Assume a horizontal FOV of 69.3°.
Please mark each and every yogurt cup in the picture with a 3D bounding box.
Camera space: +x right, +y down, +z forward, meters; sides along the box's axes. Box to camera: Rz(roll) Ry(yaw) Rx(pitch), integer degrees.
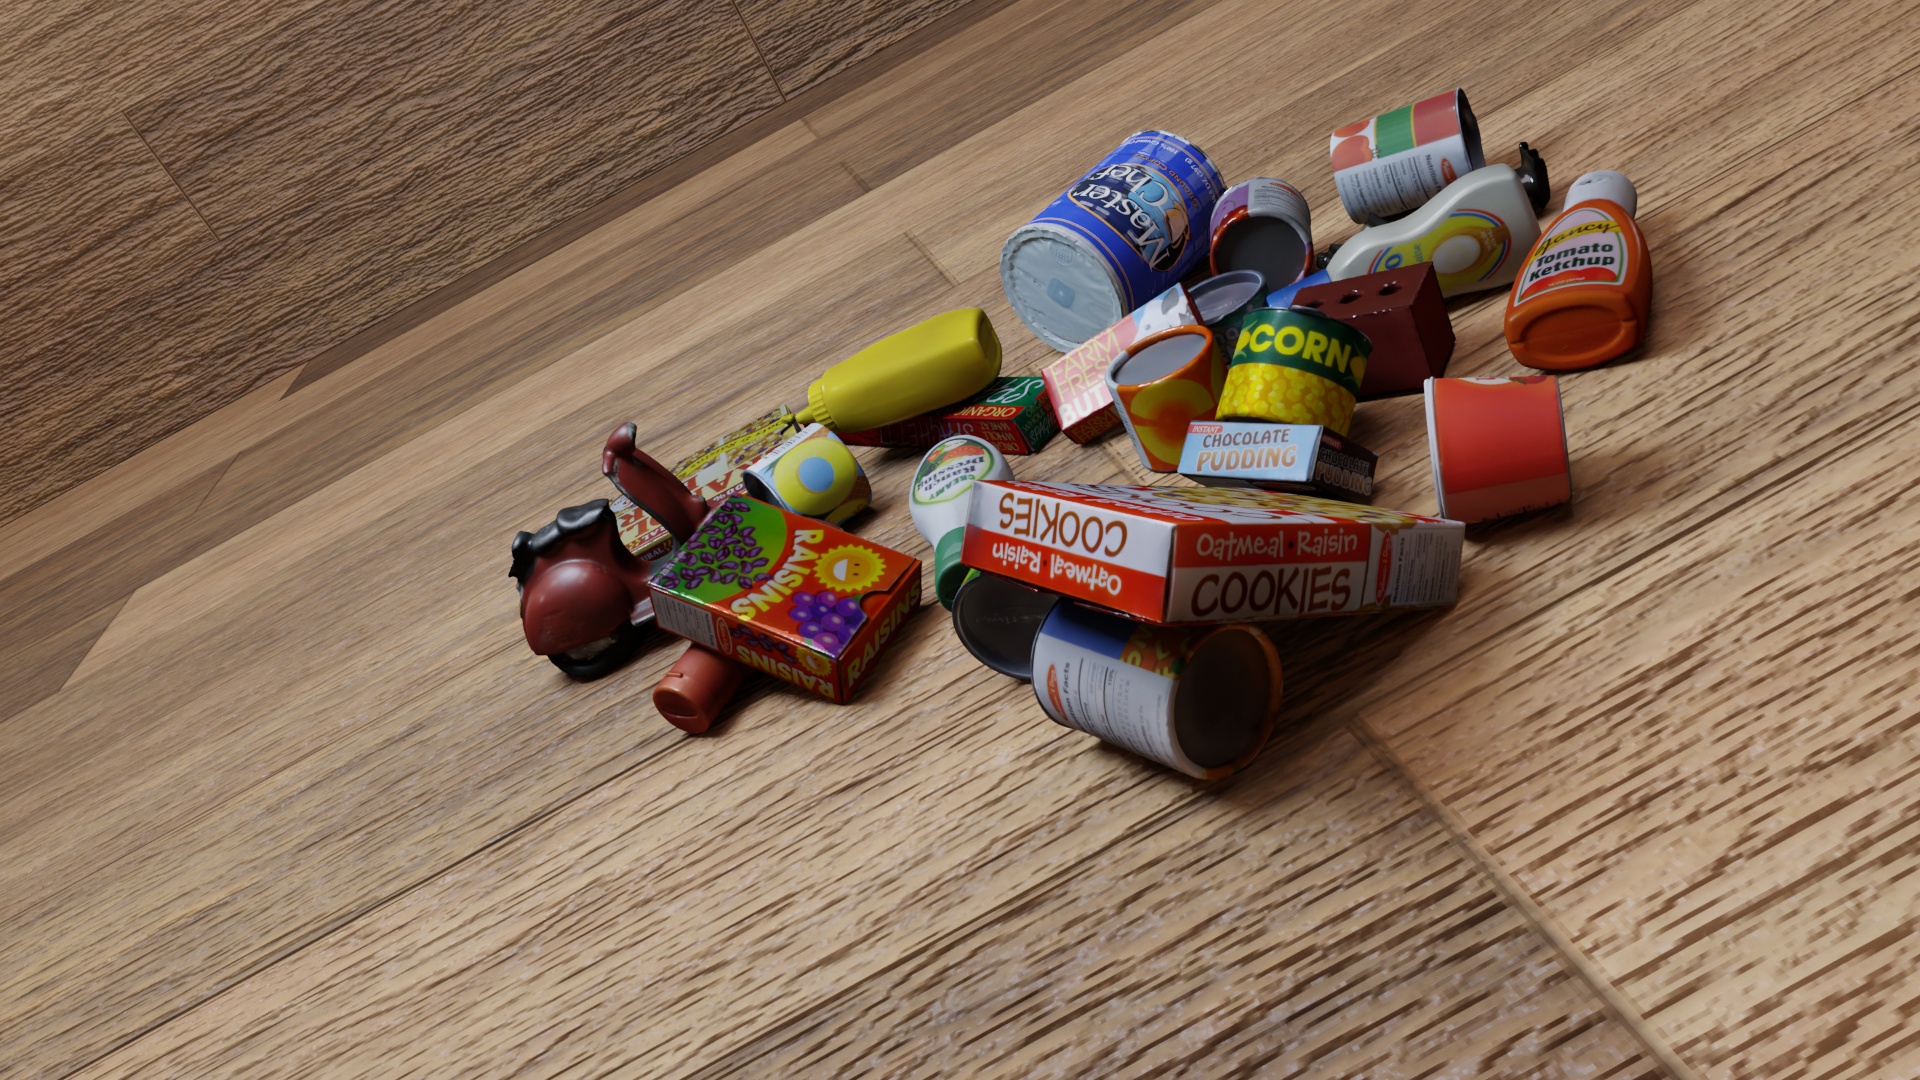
[{"bbox_3d":[0.233,-0.041,0.601,0.054,0.072,0.073,-7,33,22],"label":"yogurt cup"}]

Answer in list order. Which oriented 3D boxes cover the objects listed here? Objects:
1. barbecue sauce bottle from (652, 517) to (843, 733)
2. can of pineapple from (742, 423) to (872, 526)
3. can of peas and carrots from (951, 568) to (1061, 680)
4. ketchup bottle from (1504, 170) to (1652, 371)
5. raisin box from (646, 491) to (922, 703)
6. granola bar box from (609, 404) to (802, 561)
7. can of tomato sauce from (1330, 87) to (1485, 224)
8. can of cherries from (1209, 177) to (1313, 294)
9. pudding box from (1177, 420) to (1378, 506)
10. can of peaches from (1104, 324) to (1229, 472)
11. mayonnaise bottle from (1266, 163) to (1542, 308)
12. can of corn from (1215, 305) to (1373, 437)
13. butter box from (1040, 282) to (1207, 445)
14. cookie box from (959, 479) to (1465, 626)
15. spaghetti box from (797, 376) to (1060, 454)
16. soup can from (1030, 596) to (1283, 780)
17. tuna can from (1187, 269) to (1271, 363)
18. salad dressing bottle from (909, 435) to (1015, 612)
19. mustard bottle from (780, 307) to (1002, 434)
[{"bbox_3d":[-0.122,0.047,0.806,0.065,0.043,0.149,1,39,33],"label":"barbecue sauce bottle"},{"bbox_3d":[-0.098,-0.033,0.904,0.058,0.070,0.071,-38,28,-18],"label":"can of pineapple"},{"bbox_3d":[0.035,0.022,0.668,0.071,0.070,0.059,-12,30,30],"label":"can of peas and carrots"},{"bbox_3d":[0.324,-0.143,0.717,0.064,0.043,0.149,-8,32,36],"label":"ketchup bottle"},{"bbox_3d":[-0.094,0.028,0.761,0.123,0.039,0.086,20,47,20],"label":"raisin box"},{"bbox_3d":[-0.183,-0.027,1.001,0.165,0.039,0.124,-29,27,0],"label":"granola bar box"},{"bbox_3d":[0.294,-0.252,0.911,0.083,0.071,0.071,-12,31,31],"label":"can of tomato sauce"},{"bbox_3d":[0.196,-0.194,0.909,0.071,0.071,0.059,-18,29,21],"label":"can of cherries"},{"bbox_3d":[0.155,-0.037,0.679,0.083,0.049,0.030,9,81,51],"label":"pudding box"},{"bbox_3d":[0.124,-0.081,0.782,0.071,0.058,0.071,-23,27,12],"label":"can of peaches"},{"bbox_3d":[0.250,-0.154,0.790,0.148,0.064,0.041,-24,21,18],"label":"mayonnaise bottle"},{"bbox_3d":[0.168,-0.079,0.702,0.071,0.071,0.058,9,79,51],"label":"can of corn"},{"bbox_3d":[0.102,-0.106,0.842,0.103,0.024,0.053,-31,54,20],"label":"butter box"},{"bbox_3d":[0.104,0.003,0.574,0.168,0.040,0.123,-1,9,-36],"label":"cookie box"},{"bbox_3d":[-0.024,-0.090,0.971,0.250,0.028,0.050,7,44,50],"label":"spaghetti box"},{"bbox_3d":[0.082,0.054,0.573,0.071,0.071,0.084,-41,29,-23],"label":"soup can"},{"bbox_3d":[0.164,-0.138,0.872,0.071,0.032,0.071,-22,27,12],"label":"tuna can"},{"bbox_3d":[0.003,-0.010,0.787,0.064,0.044,0.148,-23,27,9],"label":"salad dressing bottle"},{"bbox_3d":[-0.051,-0.106,0.936,0.160,0.048,0.066,-19,30,21],"label":"mustard bottle"}]
